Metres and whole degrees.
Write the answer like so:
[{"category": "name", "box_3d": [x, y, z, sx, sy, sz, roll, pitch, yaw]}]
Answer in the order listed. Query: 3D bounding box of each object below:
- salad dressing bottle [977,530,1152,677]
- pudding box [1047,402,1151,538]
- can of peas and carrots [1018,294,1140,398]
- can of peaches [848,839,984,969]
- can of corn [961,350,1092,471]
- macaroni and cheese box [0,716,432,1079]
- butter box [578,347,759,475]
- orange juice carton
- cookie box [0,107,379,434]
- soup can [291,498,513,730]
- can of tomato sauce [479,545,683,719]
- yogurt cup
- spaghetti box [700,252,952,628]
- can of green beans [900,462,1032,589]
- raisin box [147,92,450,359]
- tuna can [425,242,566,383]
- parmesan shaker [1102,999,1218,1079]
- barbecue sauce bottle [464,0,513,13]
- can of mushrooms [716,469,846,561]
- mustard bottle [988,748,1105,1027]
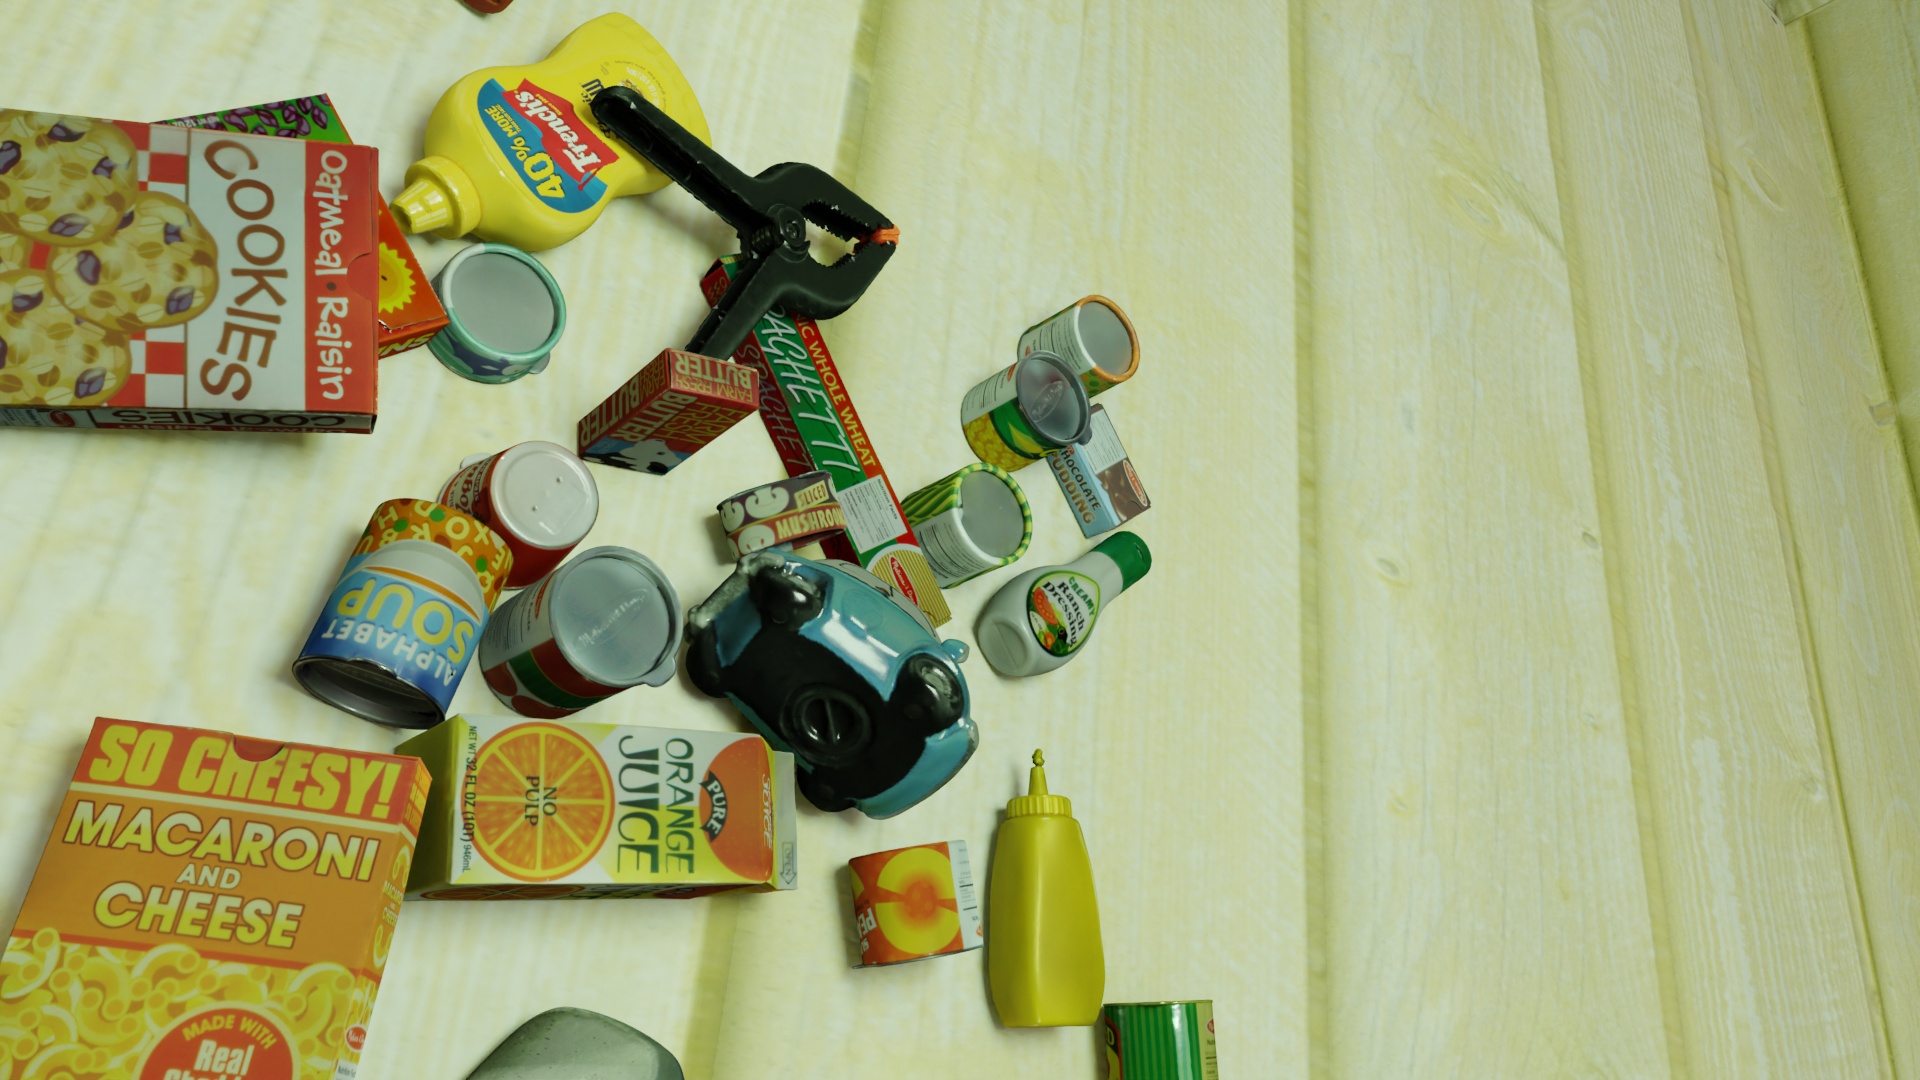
[{"category": "salad dressing bottle", "box_3d": [0.072, 0.037, 0.912, 0.148, 0.044, 0.064, -32, 97, -44]}, {"category": "pudding box", "box_3d": [0.094, -0.049, 0.975, 0.050, 0.030, 0.083, -30, 94, -45]}, {"category": "can of peas and carrots", "box_3d": [0.086, -0.133, 0.982, 0.071, 0.058, 0.071, 16, 63, -36]}, {"category": "can of peaches", "box_3d": [-0.027, 0.195, 0.747, 0.071, 0.071, 0.058, 3, 72, -41]}, {"category": "can of corn", "box_3d": [0.045, -0.083, 0.926, 0.071, 0.058, 0.071, 17, 62, -36]}, {"category": "macaroni and cheese box", "box_3d": [-0.283, 0.156, 0.519, 0.124, 0.040, 0.167, 9, 64, -7]}, {"category": "butter box", "box_3d": [-0.151, -0.065, 0.716, 0.053, 0.103, 0.024, 10, 66, -38]}, {"category": "orange juice carton", "box_3d": [-0.158, 0.129, 0.653, 0.193, 0.073, 0.072, 11, 66, -39]}, {"category": "cookie box", "box_3d": [-0.333, -0.109, 0.578, 0.168, 0.040, 0.123, 0, 81, -25]}, {"category": "soup can", "box_3d": [-0.245, 0.032, 0.617, 0.071, 0.071, 0.084, 32, 54, -28]}, {"category": "can of tomato sauce", "box_3d": [-0.180, 0.047, 0.660, 0.071, 0.083, 0.071, 17, 63, -36]}, {"category": "yogurt cup", "box_3d": [-0.213, -0.015, 0.676, 0.072, 0.053, 0.072, 16, 64, -37]}, {"category": "spaghetti box", "box_3d": [-0.079, -0.055, 0.826, 0.050, 0.028, 0.250, -25, 90, -44]}, {"category": "can of green beans", "box_3d": [0.002, -0.009, 0.859, 0.071, 0.057, 0.071, 17, 63, -36]}, {"category": "raisin box", "box_3d": [-0.311, -0.140, 0.651, 0.086, 0.040, 0.123, -31, 95, -45]}, {"category": "tuna can", "box_3d": [-0.236, -0.115, 0.711, 0.071, 0.032, 0.071, 17, 63, -35]}, {"category": "parmesan shaker", "box_3d": [0.120, 0.326, 0.819, 0.071, 0.071, 0.103, 14, 65, -37]}, {"category": "barbecue sauce bottle", "box_3d": [-0.242, -0.360, 0.797, 0.065, 0.043, 0.149, 39, 52, -25]}, {"category": "can of mushrooms", "box_3d": [-0.097, -0.013, 0.765, 0.071, 0.071, 0.033, -13, 84, -43]}, {"category": "mustard bottle", "box_3d": [0.049, 0.203, 0.821, 0.065, 0.048, 0.161, 16, 62, -36]}]
